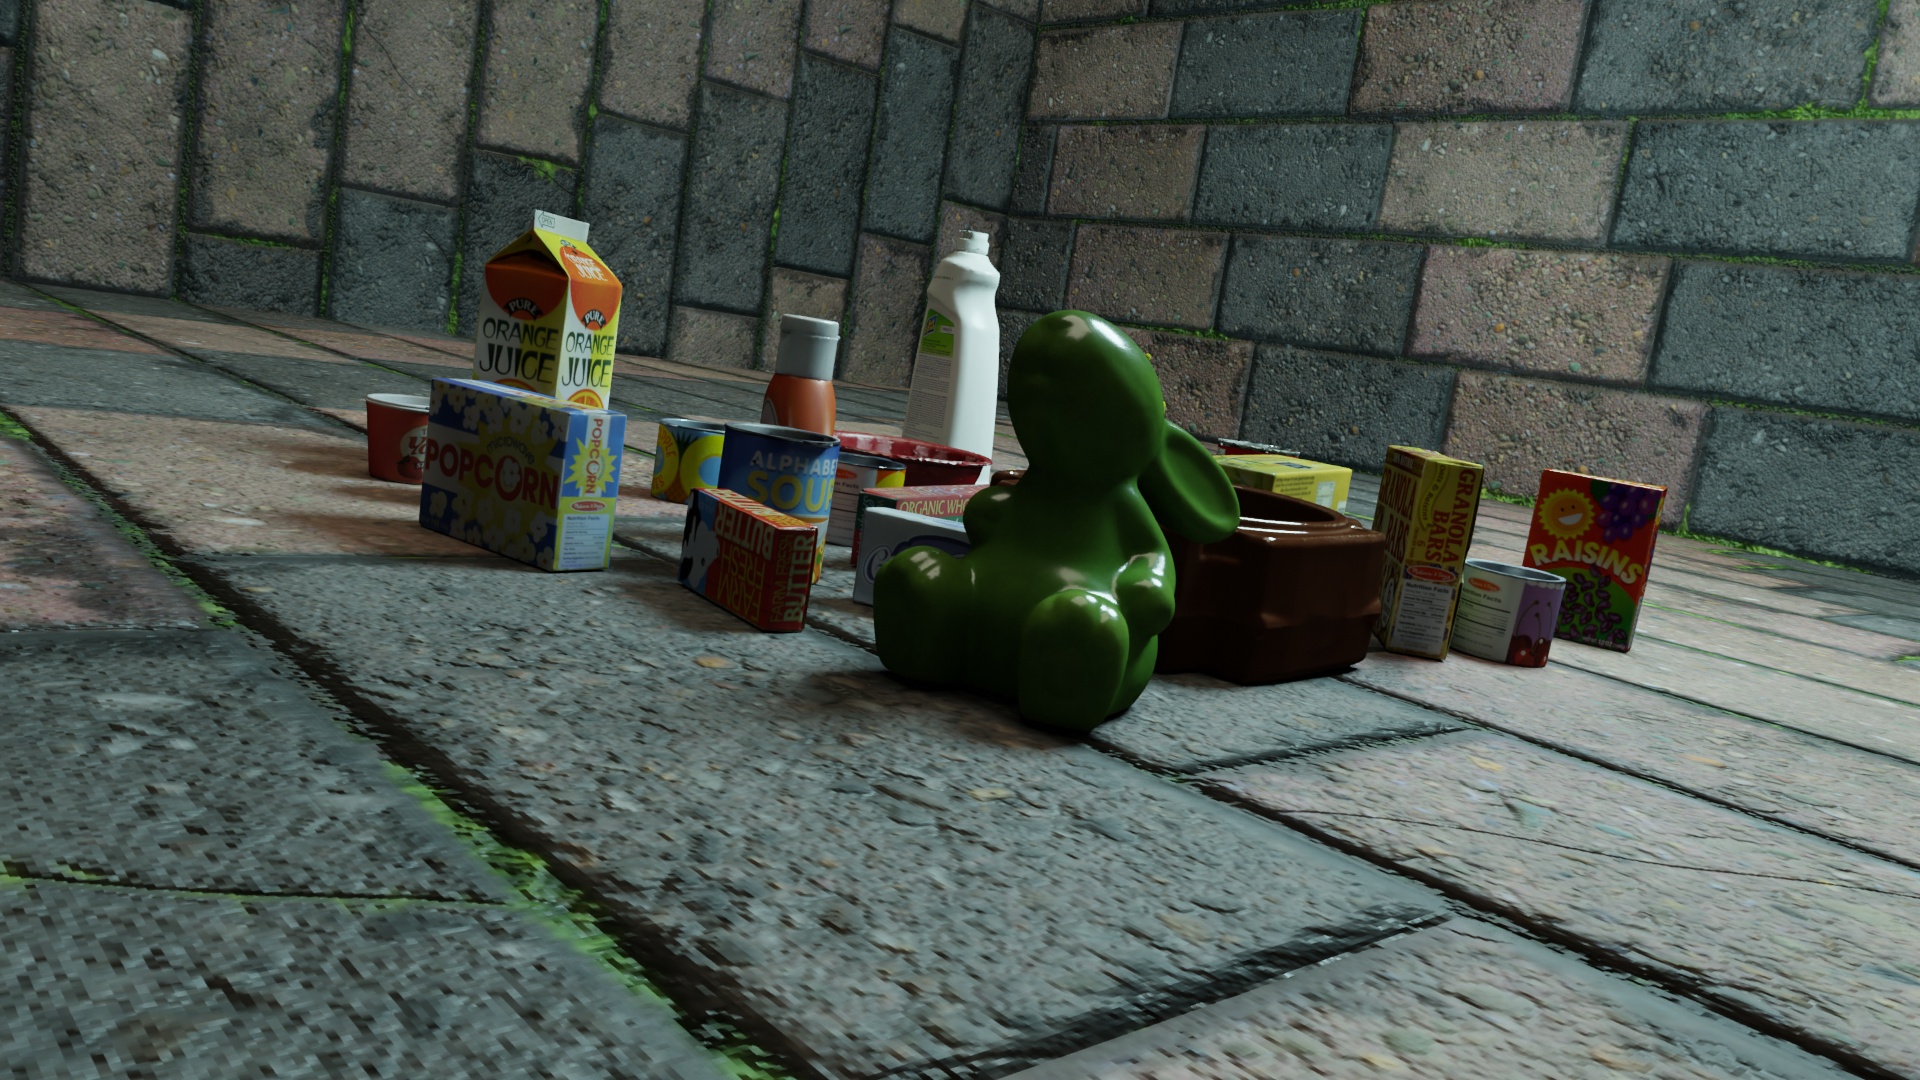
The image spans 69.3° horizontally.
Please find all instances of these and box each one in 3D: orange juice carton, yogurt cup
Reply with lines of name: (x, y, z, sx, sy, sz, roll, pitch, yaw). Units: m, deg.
orange juice carton: (-0.300, -0.139, 1.008, 0.073, 0.192, 0.072, 11, 8, 17)
yogurt cup: (-0.367, -0.068, 0.936, 0.072, 0.054, 0.072, 9, 8, -1)

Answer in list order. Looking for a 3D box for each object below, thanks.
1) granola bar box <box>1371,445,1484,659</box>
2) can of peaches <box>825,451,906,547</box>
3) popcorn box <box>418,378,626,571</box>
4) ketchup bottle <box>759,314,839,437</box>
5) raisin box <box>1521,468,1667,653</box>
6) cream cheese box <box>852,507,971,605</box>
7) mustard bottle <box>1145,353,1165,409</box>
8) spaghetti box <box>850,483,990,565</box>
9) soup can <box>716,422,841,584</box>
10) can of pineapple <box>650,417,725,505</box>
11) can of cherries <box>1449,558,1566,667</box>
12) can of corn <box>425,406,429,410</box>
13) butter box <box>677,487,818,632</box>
granola bar box: (0.305, 0.003, 0.932, 0.039, 0.124, 0.166, 10, 8, 8)
can of peaches: (-0.073, -0.029, 0.970, 0.071, 0.058, 0.071, 9, 8, -1)
popcorn box: (-0.240, -0.038, 0.753, 0.127, 0.085, 0.038, 15, 9, 35)
ketchup bottle: (-0.105, -0.068, 0.886, 0.043, 0.148, 0.065, 5, 9, -30)
raisin box: (0.470, 0.013, 1.040, 0.086, 0.123, 0.040, 13, 9, 30)
cream cheese box: (-0.005, 0.017, 0.746, 0.104, 0.053, 0.024, 12, 8, 21)
mustard bottle: (0.115, -0.050, 0.960, 0.065, 0.160, 0.049, 2, 11, -44)
spaghetti box: (0.003, -0.012, 0.966, 0.029, 0.050, 0.250, 13, 9, 27)
soup can: (-0.105, -0.021, 0.789, 0.071, 0.083, 0.071, 9, 8, -1)
can of pineapple: (-0.198, -0.059, 1.041, 0.071, 0.057, 0.071, 9, 8, -1)
can of cherries: (0.360, 0.047, 0.916, 0.071, 0.058, 0.071, 9, 8, -1)
can of corn: (-0.302, -0.051, 0.875, 0.071, 0.058, 0.071, 9, 8, -1)
butter box: (-0.108, 0.008, 0.696, 0.024, 0.053, 0.103, 3, 10, -36)
